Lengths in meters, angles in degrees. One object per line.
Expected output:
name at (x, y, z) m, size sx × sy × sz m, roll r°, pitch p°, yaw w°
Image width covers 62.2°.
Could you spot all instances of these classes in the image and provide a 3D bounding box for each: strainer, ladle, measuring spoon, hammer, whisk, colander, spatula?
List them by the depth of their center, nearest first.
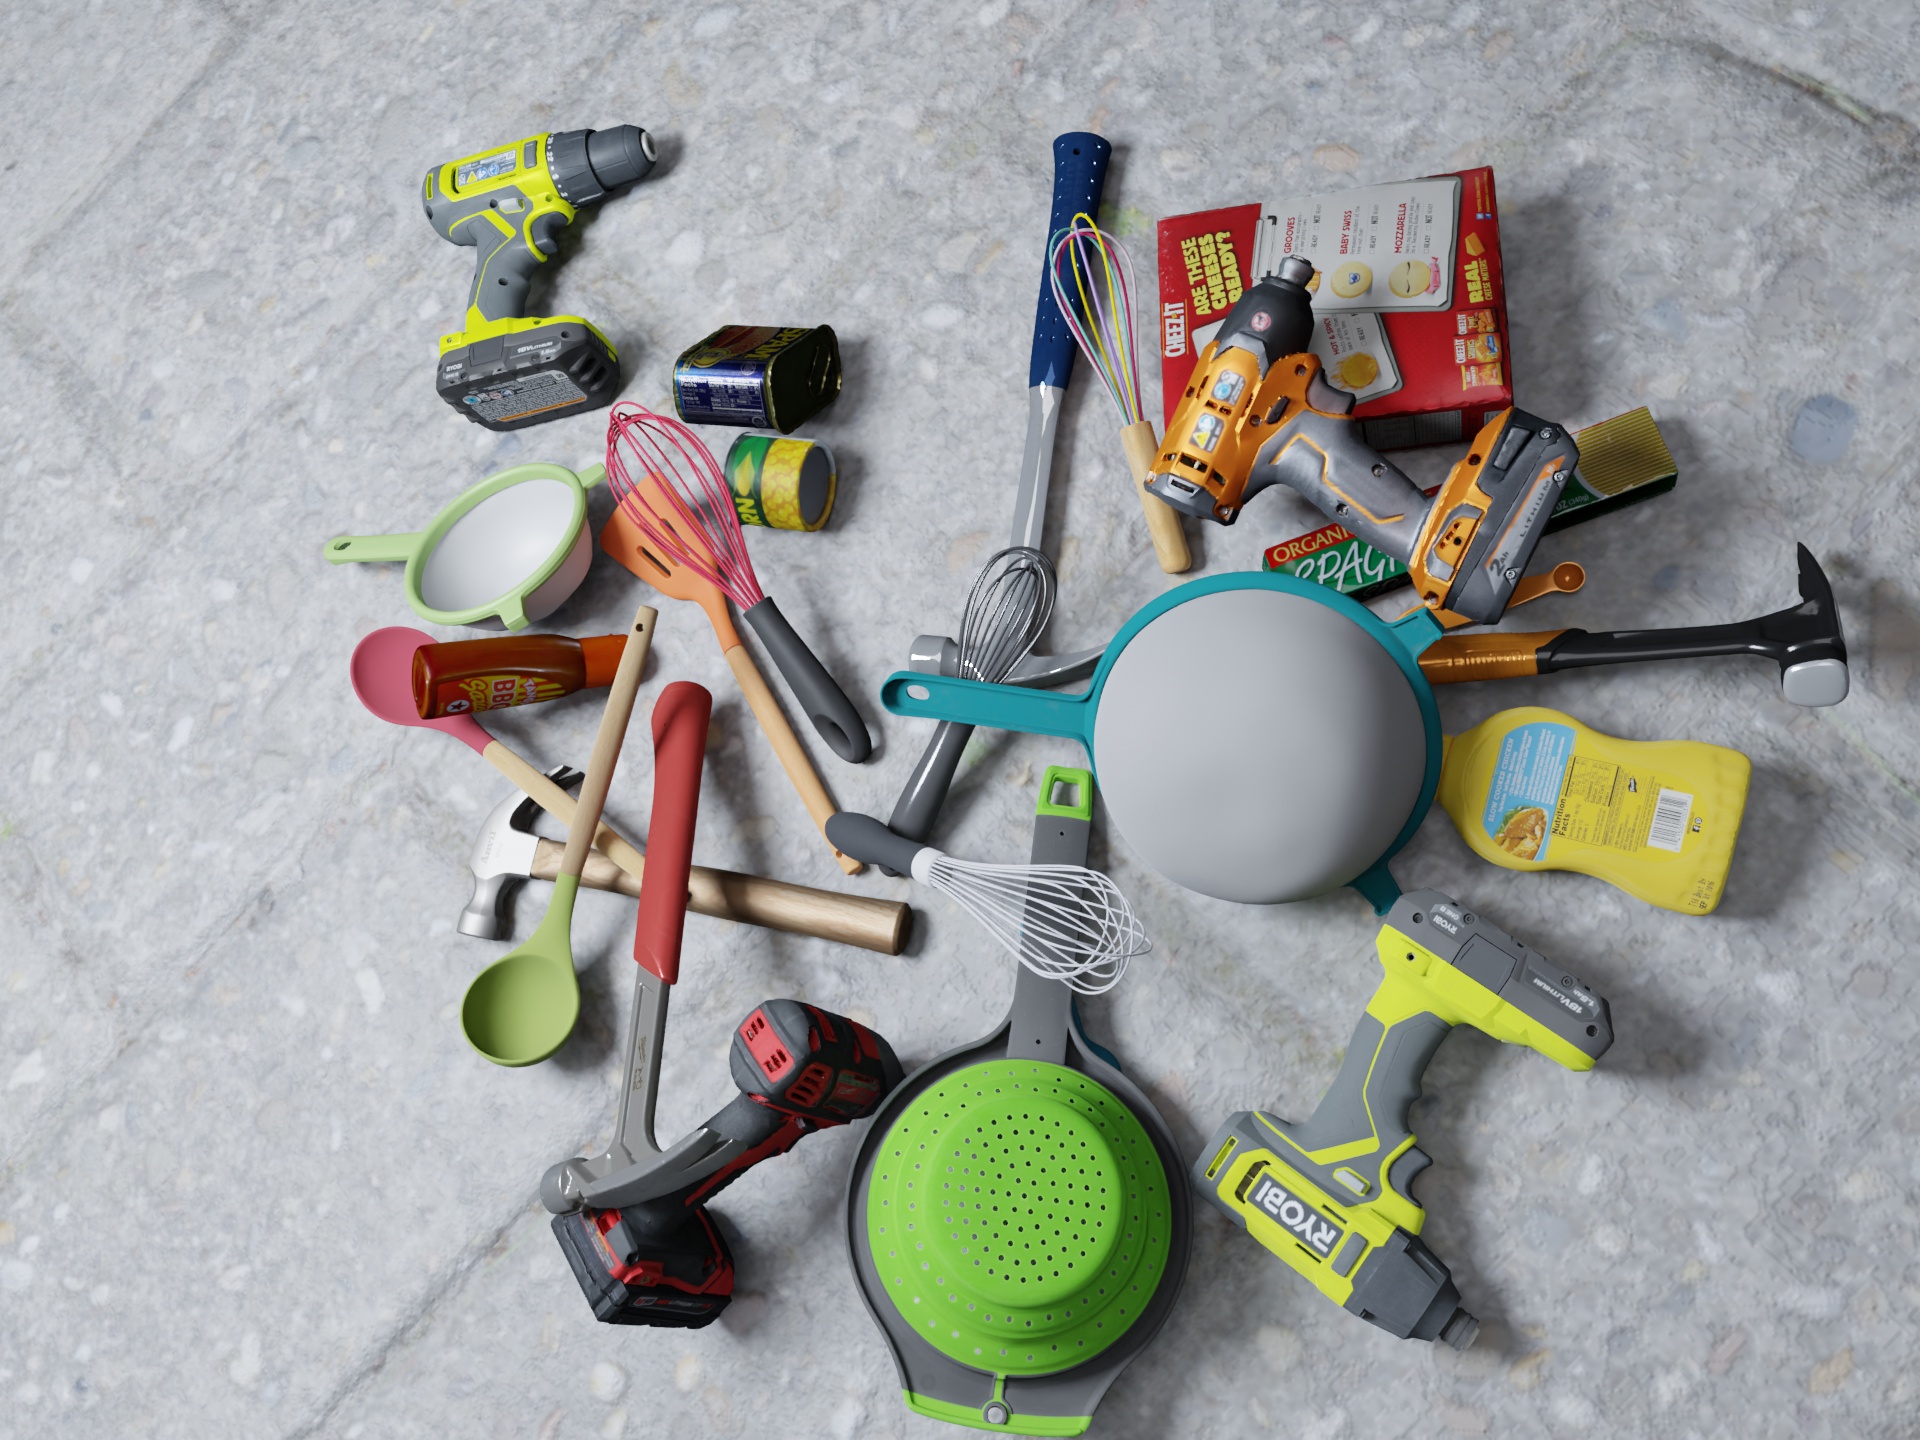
colander at (0.045, 0.198, 0.925) m, size 0.204 × 0.094 × 0.397 m, roll 7°, pitch 67°, yaw 3°
strainer at (0.103, 0.019, 0.927) m, size 0.340 × 0.095 × 0.210 m, roll 8°, pitch 116°, yaw 15°
hammer at (0.332, -0.044, 0.946) m, size 0.337 × 0.034 × 0.127 m, roll -4°, pitch 33°, yaw 24°
whisk at (0.004, 0.097, 0.954) m, size 0.285 × 0.070 × 0.070 m, roll 17°, pitch 80°, yaw 49°
measuring spoon at (0.328, -0.074, 0.988) m, size 0.117 × 0.011 × 0.021 m, roll -17°, pitch 73°, yaw 17°
measuring spoon at (0.062, 0.182, 0.994) m, size 0.042 × 0.021 × 0.129 m, roll -25°, pitch 71°, yaw 10°
hammer at (-0.182, 0.121, 0.997) m, size 0.149 × 0.036 × 0.359 m, roll -27°, pitch 45°, yaw 31°
whisk at (-0.002, -0.003, 1.028) m, size 0.055 × 0.055 × 0.239 m, roll 30°, pitch 104°, yaw 22°
whisk at (0.109, -0.215, 1.045) m, size 0.047 × 0.051 × 0.245 m, roll -17°, pitch 89°, yaw 46°
ladle at (-0.255, 0.077, 1.050) m, size 0.078 × 0.062 × 0.320 m, roll 19°, pitch 98°, yaw 8°
whisk at (-0.150, -0.094, 1.082) m, size 0.073 × 0.073 × 0.296 m, roll -35°, pitch 89°, yaw 6°
hammer at (-0.190, 0.111, 1.090) m, size 0.331 × 0.031 × 0.130 m, roll 8°, pitch 79°, yaw 19°
hammer at (0.064, -0.216, 1.094) m, size 0.144 × 0.035 × 0.406 m, roll 4°, pitch 77°, yaw 19°
spatula at (-0.154, -0.029, 1.110) m, size 0.081 × 0.041 × 0.323 m, roll -43°, pitch 67°, yaw 29°
ladle at (-0.311, 0.033, 1.115) m, size 0.315 × 0.031 × 0.069 m, roll 35°, pitch 77°, yaw 20°
strainer at (-0.370, -0.114, 1.190) m, size 0.256 × 0.069 × 0.152 m, roll 2°, pitch 55°, yaw 30°

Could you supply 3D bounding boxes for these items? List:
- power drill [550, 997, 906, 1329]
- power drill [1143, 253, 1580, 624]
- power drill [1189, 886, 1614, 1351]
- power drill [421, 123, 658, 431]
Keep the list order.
power drill at (-0.131, 0.269, 0.977) m, size 0.219 × 0.143 × 0.079 m, roll -47°, pitch 53°, yaw 7°
power drill at (0.240, -0.166, 0.936) m, size 0.226 × 0.084 × 0.164 m, roll 26°, pitch 101°, yaw 17°
power drill at (0.259, 0.223, 0.896) m, size 0.171 × 0.080 × 0.223 m, roll 34°, pitch 91°, yaw 22°
power drill at (-0.324, -0.354, 1.233) m, size 0.190 × 0.080 × 0.229 m, roll -10°, pitch 70°, yaw 15°
